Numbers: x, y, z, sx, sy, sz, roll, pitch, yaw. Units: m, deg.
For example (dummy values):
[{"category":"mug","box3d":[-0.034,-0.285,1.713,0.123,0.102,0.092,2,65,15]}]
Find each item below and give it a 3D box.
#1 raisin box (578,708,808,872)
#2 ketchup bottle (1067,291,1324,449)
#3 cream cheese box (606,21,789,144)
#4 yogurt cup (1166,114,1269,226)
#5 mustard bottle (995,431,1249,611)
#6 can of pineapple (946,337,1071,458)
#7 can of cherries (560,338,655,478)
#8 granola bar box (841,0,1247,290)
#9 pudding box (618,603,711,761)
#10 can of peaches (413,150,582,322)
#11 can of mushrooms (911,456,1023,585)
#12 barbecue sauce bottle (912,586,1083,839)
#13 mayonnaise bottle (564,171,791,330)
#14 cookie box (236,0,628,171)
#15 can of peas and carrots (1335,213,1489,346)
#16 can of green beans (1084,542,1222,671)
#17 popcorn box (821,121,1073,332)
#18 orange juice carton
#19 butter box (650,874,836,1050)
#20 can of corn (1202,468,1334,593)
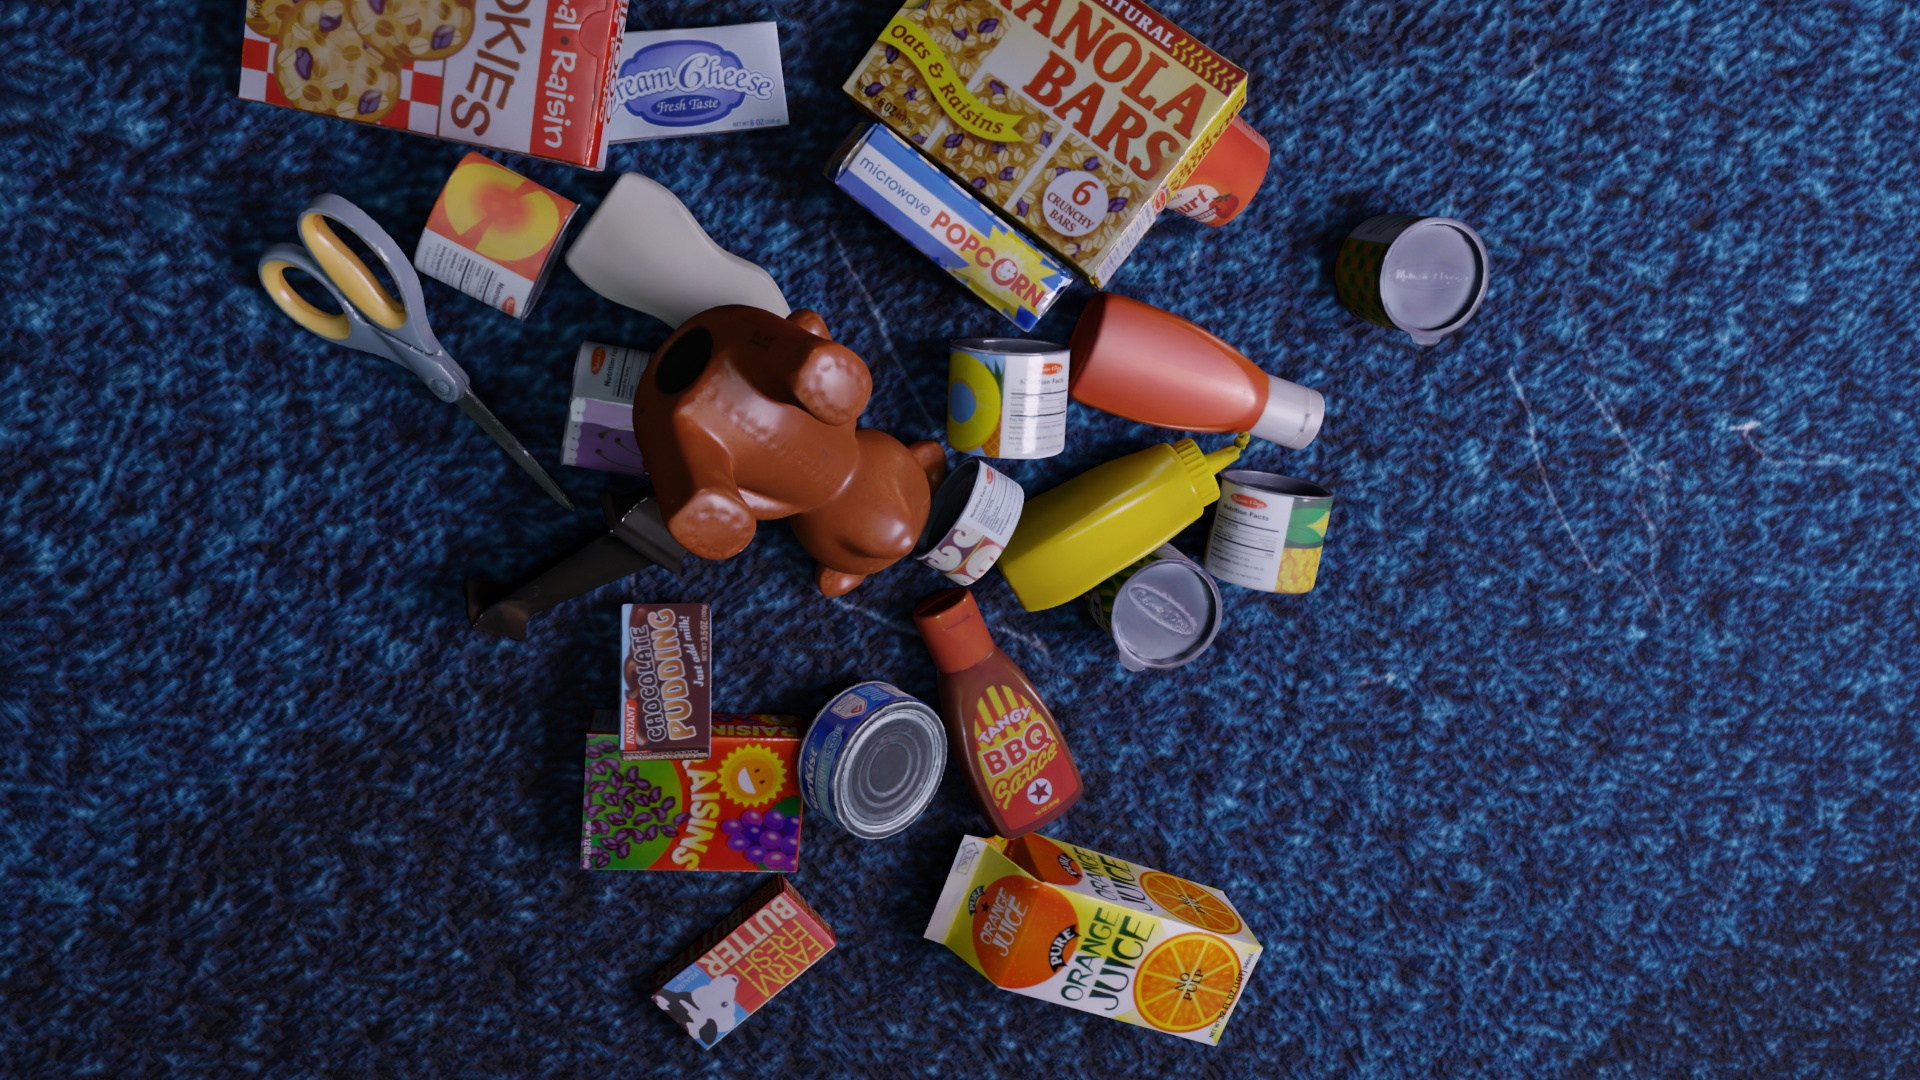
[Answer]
[{"category":"raisin box","box3d":[-0.152,0.144,0.797,0.123,0.040,0.086,3,103,-11]},{"category":"ketchup bottle","box3d":[0.134,-0.090,0.791,0.149,0.043,0.064,17,104,-15]},{"category":"cream cheese box","box3d":[-0.143,-0.234,0.709,0.104,0.024,0.053,-8,104,-9]},{"category":"yogurt cup","box3d":[0.129,-0.206,0.750,0.054,0.072,0.072,24,99,-24]},{"category":"mustard bottle","box3d":[0.095,-0.018,0.785,0.160,0.065,0.048,-28,119,3]},{"category":"can of pineapple","box3d":[0.025,-0.079,0.762,0.071,0.071,0.057,0,105,-11]},{"category":"can of cherries","box3d":[-0.175,-0.066,0.726,0.058,0.071,0.071,9,103,-14]},{"category":"granola bar box","box3d":[0.042,-0.227,0.703,0.166,0.039,0.124,39,95,10]},{"category":"pudding box","box3d":[-0.162,0.077,0.761,0.050,0.030,0.084,0,67,-11]},{"category":"can of peaches","box3d":[-0.230,-0.153,0.692,0.058,0.071,0.071,26,98,-16]},{"category":"can of mushrooms","box3d":[0.003,-0.010,0.775,0.033,0.071,0.071,31,97,-18]},{"category":"barbecue sauce bottle","box3d":[0.018,0.099,0.815,0.065,0.044,0.148,-29,108,-16]},{"category":"mayonnaise bottle","box3d":[-0.130,-0.126,0.731,0.148,0.041,0.064,35,96,-19]},{"category":"cookie box","box3d":[-0.246,-0.254,0.660,0.167,0.040,0.122,11,102,-3]},{"category":"can of peas and carrots","box3d":[0.256,-0.150,0.792,0.071,0.059,0.070,-3,106,-10]},{"category":"can of green beans","box3d":[0.111,0.035,0.810,0.071,0.058,0.071,-3,105,-11]},{"category":"popcorn box","box3d":[-0.010,-0.164,0.721,0.126,0.085,0.038,35,97,-18]},{"category":"orange juice carton","box3d":[0.077,0.236,0.848,0.193,0.073,0.071,20,100,-15]},{"category":"butter box","box3d":[-0.130,0.253,0.836,0.103,0.024,0.053,-40,109,1]},{"category":"can of corn","box3d":[0.180,-0.006,0.811,0.071,0.071,0.058,6,104,-13]}]
